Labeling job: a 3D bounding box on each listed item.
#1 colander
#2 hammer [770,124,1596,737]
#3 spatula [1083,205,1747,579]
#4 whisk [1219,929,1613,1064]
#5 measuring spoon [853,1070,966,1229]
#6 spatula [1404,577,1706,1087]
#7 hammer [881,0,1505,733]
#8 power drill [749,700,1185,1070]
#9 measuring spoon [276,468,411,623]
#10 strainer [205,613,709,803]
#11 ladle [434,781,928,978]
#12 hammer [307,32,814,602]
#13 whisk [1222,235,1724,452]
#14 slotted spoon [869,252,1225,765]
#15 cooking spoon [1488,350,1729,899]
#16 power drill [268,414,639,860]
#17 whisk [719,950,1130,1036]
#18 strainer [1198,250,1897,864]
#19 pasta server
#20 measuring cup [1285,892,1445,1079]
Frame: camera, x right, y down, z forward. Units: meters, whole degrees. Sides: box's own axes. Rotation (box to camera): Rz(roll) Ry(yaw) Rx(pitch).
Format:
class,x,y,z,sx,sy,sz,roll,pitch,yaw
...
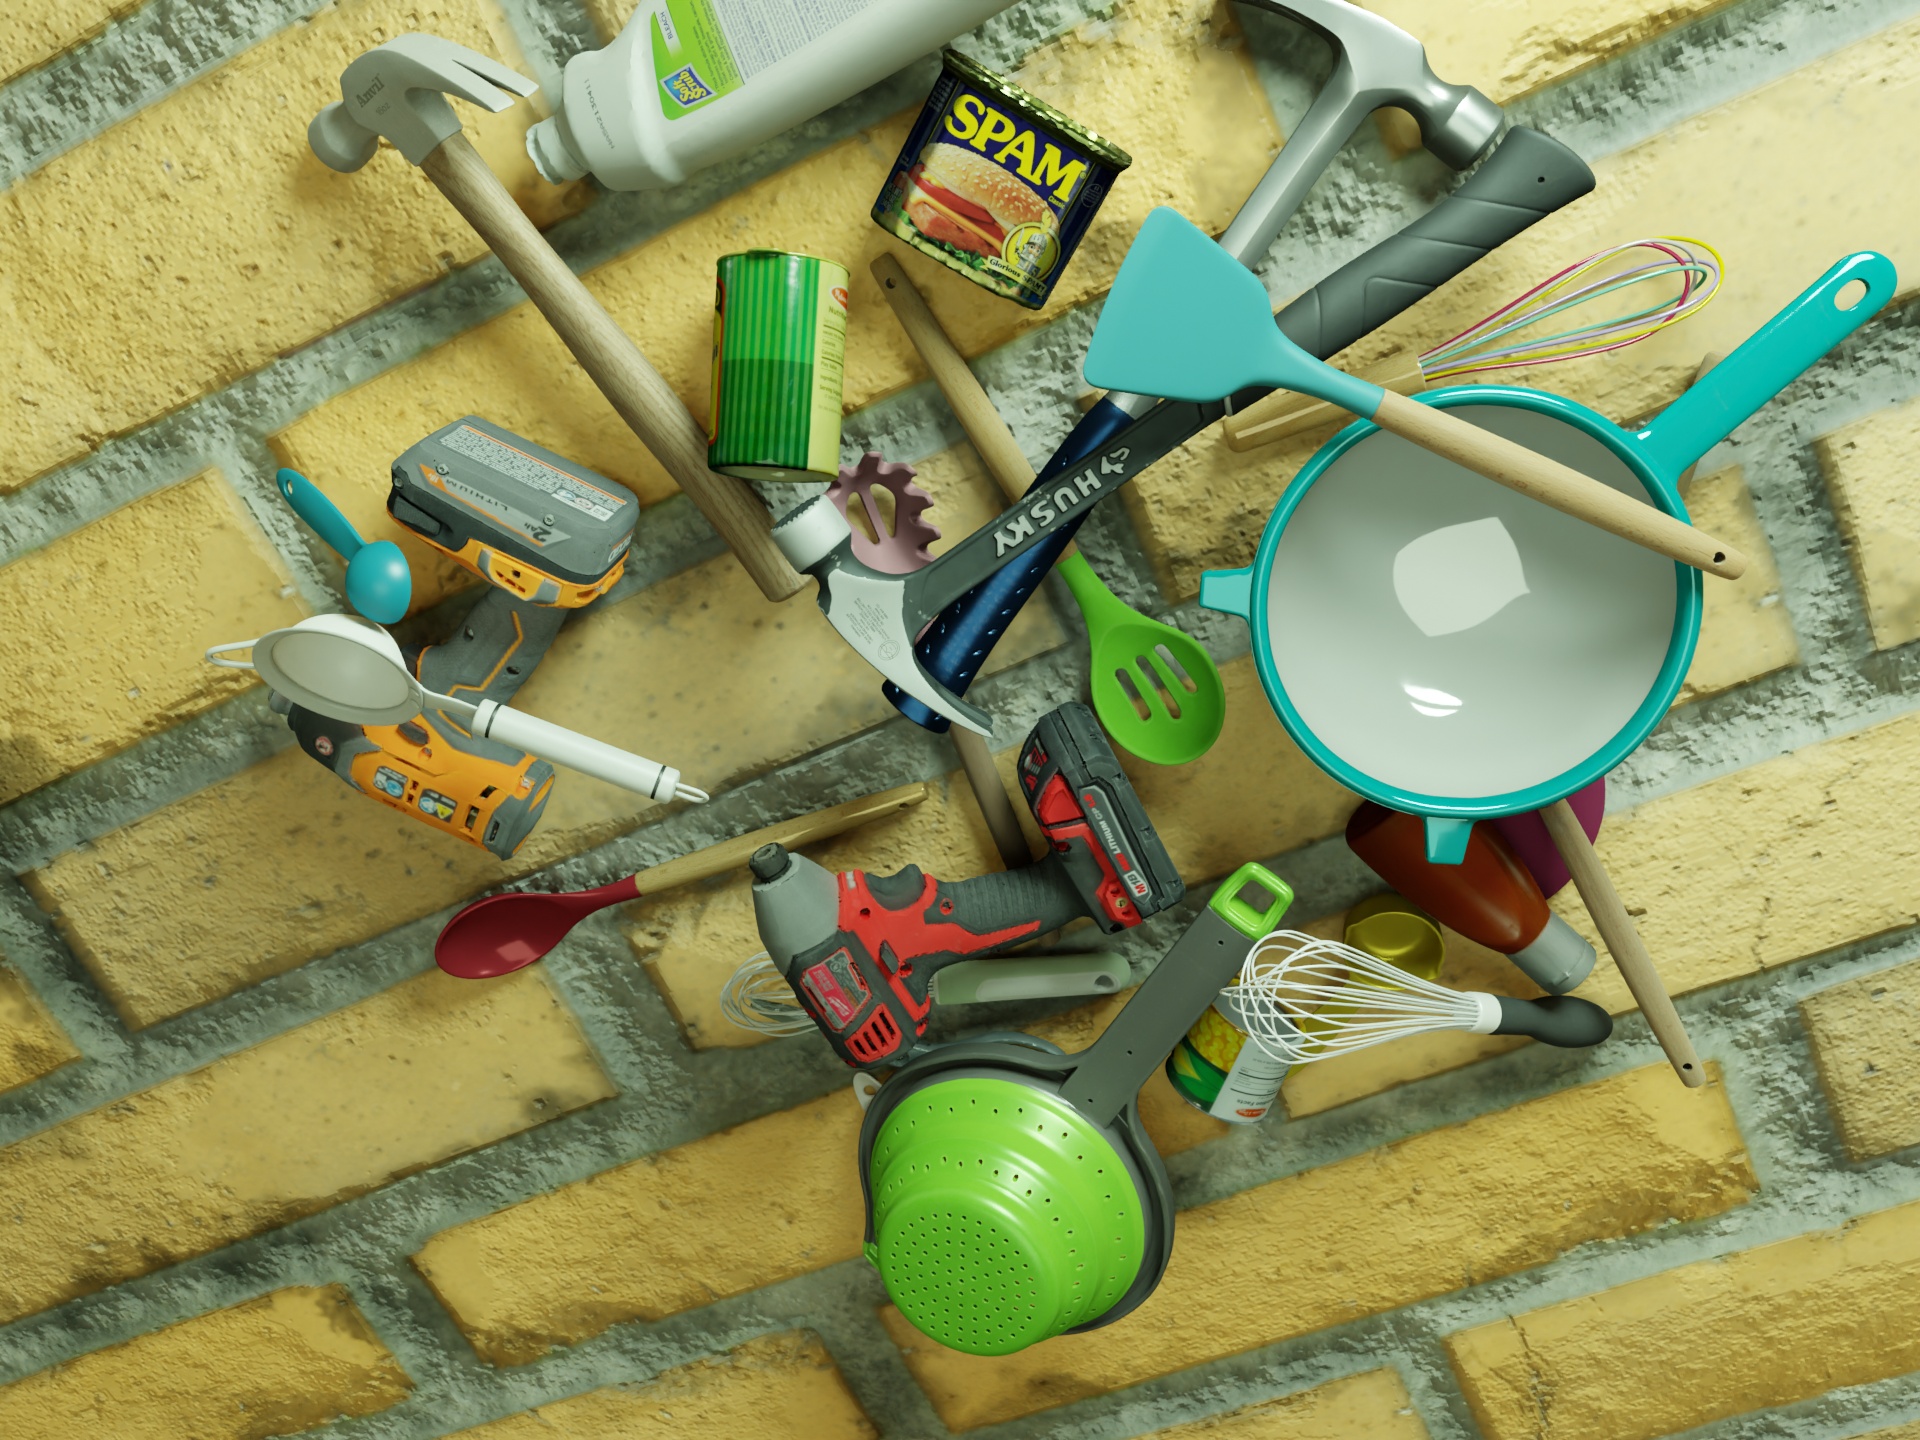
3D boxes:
class,x,y,z,sx,sy,sz,roll,pitch,yaw
colander,0.057,0.240,0.900,0.204,0.094,0.397,36,117,6
hammer,0.114,-0.145,0.761,0.409,0.036,0.149,-33,105,11
spatula,0.212,-0.130,0.717,0.317,0.044,0.082,23,103,-1
whisk,0.259,0.158,0.871,0.284,0.070,0.070,11,116,-30
measuring spoon,-0.032,0.272,1.017,0.034,0.018,0.124,-29,100,16
spatula,0.336,0.065,0.869,0.060,0.018,0.316,-27,97,18
hammer,0.083,-0.167,0.792,0.144,0.035,0.405,34,106,-8
power drill,-0.003,0.088,0.871,0.219,0.079,0.143,-29,114,4
measuring spoon,-0.325,-0.094,0.816,0.129,0.021,0.042,40,119,26
strainer,-0.252,-0.005,0.822,0.258,0.050,0.086,21,146,-7
ladle,-0.167,0.090,0.943,0.315,0.031,0.069,-19,140,9
hammer,-0.184,-0.194,0.808,0.130,0.031,0.331,-16,120,45
whisk,0.250,-0.184,0.791,0.245,0.051,0.047,-17,89,16
slotted spoon,0.044,-0.109,0.844,0.070,0.031,0.313,-30,105,16
cooking spoon,0.346,-0.039,0.849,0.069,0.017,0.318,12,114,0
power drill,-0.283,-0.046,0.872,0.164,0.084,0.226,25,116,-3
whisk,-0.022,0.158,0.950,0.246,0.059,0.057,-4,124,2
strainer,0.296,-0.104,0.788,0.340,0.095,0.211,-42,94,13
pasta server,-0.001,-0.003,0.885,0.060,0.040,0.316,-23,110,-1
measuring cup,0.227,0.160,0.944,0.062,0.029,0.156,28,124,-6
